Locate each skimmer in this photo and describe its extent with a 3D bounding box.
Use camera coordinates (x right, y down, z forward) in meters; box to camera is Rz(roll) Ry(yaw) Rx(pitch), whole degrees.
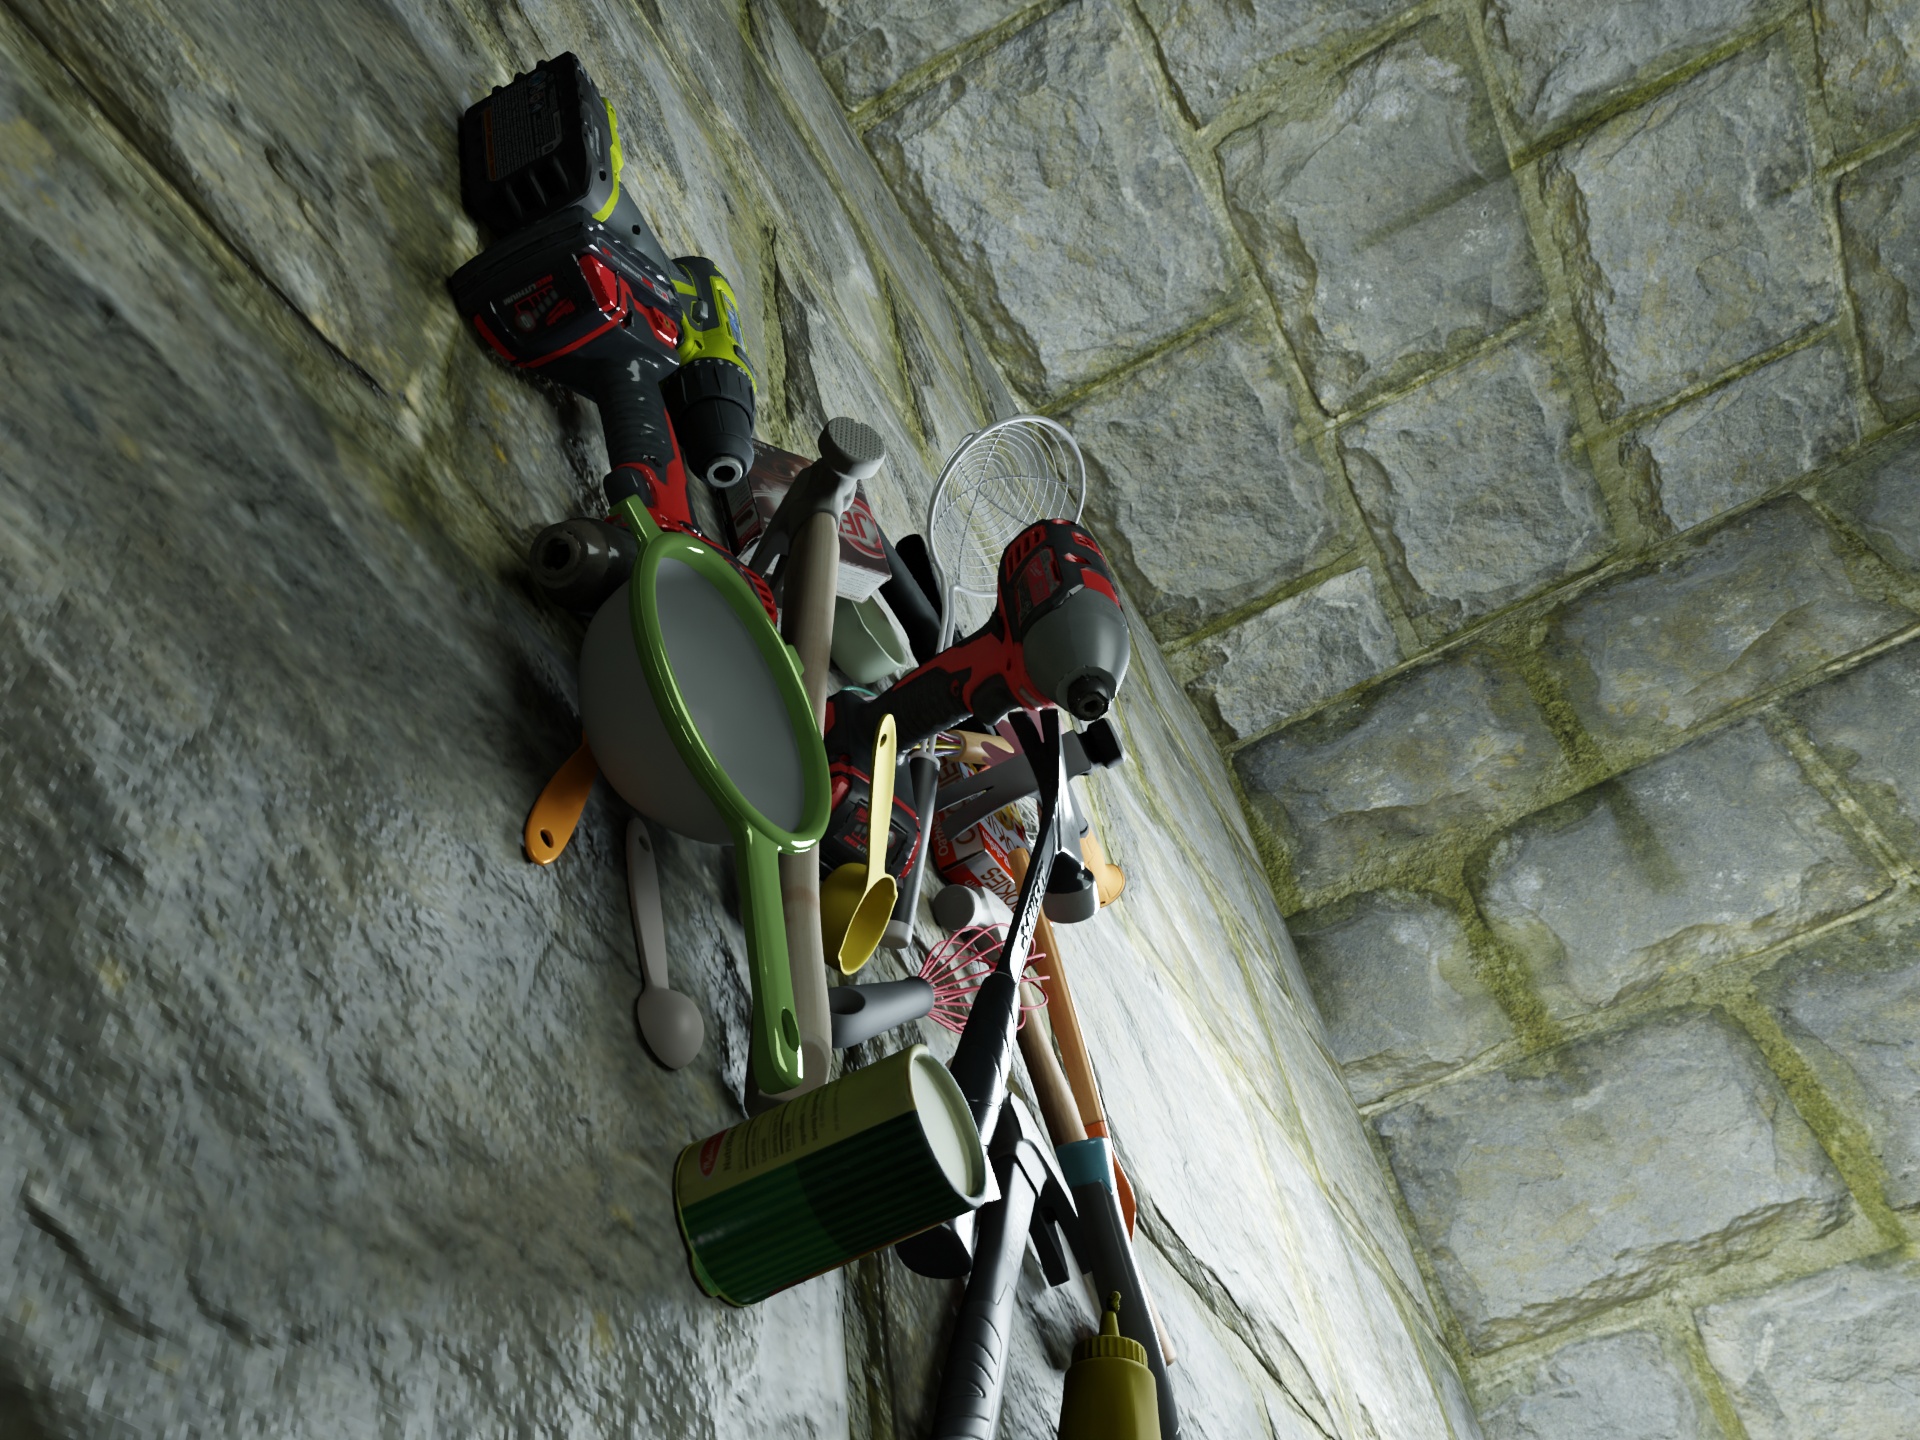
[{"bbox_3d":[0.011,-0.031,1.003,0.127,0.090,0.364,44,46,-44],"label":"skimmer"}]

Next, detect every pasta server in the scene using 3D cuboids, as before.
[{"bbox_3d":[0.061,0.061,1.191,0.040,0.060,0.316,47,-9,19],"label":"pasta server"}]

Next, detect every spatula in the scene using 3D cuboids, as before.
[{"bbox_3d":[0.069,0.234,1.009,0.081,0.041,0.323,81,-6,-68],"label":"spatula"}]

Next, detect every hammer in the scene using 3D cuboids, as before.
[{"bbox_3d":[0.073,0.088,1.153,0.336,0.127,0.034,60,7,-67],"label":"hammer"},{"bbox_3d":[0.110,0.393,0.877,0.128,0.033,0.331,10,64,-74],"label":"hammer"},{"bbox_3d":[0.024,0.129,0.814,0.409,0.036,0.149,-65,147,-64],"label":"hammer"},{"bbox_3d":[-0.088,0.021,0.823,0.038,0.146,0.411,19,44,-21],"label":"hammer"},{"bbox_3d":[0.017,0.296,0.796,0.146,0.035,0.335,61,13,-8],"label":"hammer"},{"bbox_3d":[0.069,0.268,1.070,0.331,0.031,0.130,68,14,19],"label":"hammer"}]

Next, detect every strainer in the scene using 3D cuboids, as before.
[{"bbox_3d":[-0.111,0.041,0.668,0.151,0.069,0.257,47,25,-53],"label":"strainer"}]

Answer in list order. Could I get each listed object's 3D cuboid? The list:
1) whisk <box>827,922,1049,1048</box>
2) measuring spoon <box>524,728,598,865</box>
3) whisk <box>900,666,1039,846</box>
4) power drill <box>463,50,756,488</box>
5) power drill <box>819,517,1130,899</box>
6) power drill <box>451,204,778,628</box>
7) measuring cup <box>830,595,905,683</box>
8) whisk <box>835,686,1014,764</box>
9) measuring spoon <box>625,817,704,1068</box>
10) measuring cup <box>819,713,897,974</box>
[{"bbox_3d":[-0.017,0.153,0.891,0.073,0.073,0.295,67,19,13],"label":"whisk"},{"bbox_3d":[-0.161,0.029,0.666,0.021,0.011,0.117,59,13,-20],"label":"measuring spoon"},{"bbox_3d":[0.024,0.033,1.324,0.246,0.059,0.058,47,7,-39],"label":"whisk"},{"bbox_3d":[-0.196,-0.262,0.962,0.228,0.080,0.191,53,16,-50],"label":"power drill"},{"bbox_3d":[-0.001,-0.003,0.866,0.078,0.219,0.143,39,24,-31],"label":"power drill"},{"bbox_3d":[-0.177,-0.136,0.795,0.227,0.080,0.187,69,14,11],"label":"power drill"},{"bbox_3d":[-0.100,-0.099,1.120,0.167,0.038,0.083,56,12,-3],"label":"measuring cup"},{"bbox_3d":[-0.020,0.013,1.072,0.244,0.047,0.051,8,69,-55],"label":"whisk"},{"bbox_3d":[-0.125,0.089,0.673,0.034,0.018,0.124,48,19,-50],"label":"measuring spoon"},{"bbox_3d":[-0.054,0.060,0.810,0.062,0.029,0.156,-42,146,-52],"label":"measuring cup"}]
